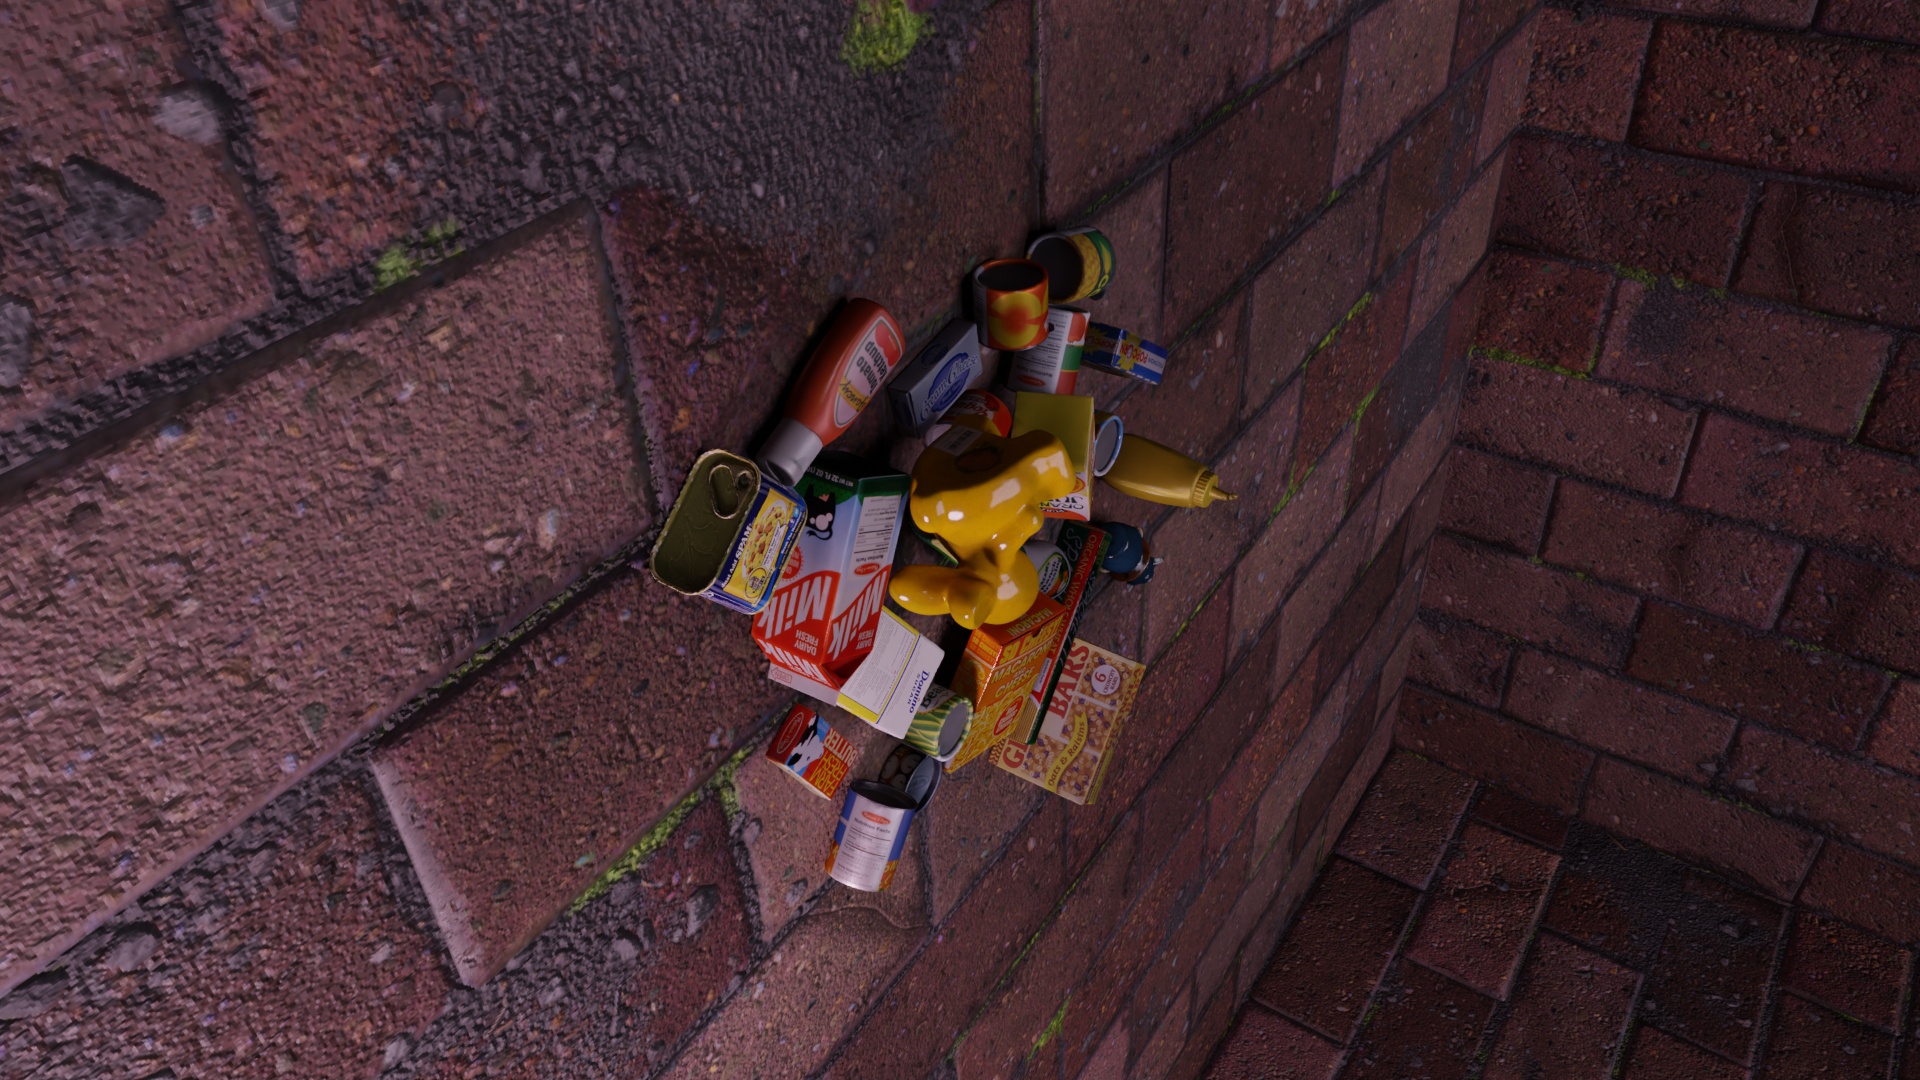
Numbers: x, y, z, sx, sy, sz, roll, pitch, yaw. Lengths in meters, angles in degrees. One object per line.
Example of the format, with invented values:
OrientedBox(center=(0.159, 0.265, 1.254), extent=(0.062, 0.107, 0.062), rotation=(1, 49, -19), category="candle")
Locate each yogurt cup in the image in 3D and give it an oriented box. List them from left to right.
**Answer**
OrientedBox(center=(0.010, -0.096, 1.219), extent=(0.054, 0.072, 0.072), rotation=(-60, 152, -34), category="yogurt cup")

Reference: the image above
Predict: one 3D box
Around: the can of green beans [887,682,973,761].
OrientedBox(center=(-0.029, 0.171, 1.331), extent=(0.071, 0.058, 0.071), rotation=(-39, 140, -44), category="can of green beans")

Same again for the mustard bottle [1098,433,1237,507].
OrientedBox(center=(0.229, -0.068, 1.522), extent=(0.065, 0.160, 0.048), rotation=(-64, 153, -7), category="mustard bottle")

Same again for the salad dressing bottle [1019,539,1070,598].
OrientedBox(center=(0.065, 0.025, 1.417), extent=(0.064, 0.044, 0.147), rotation=(-64, 152, 2), category="salad dressing bottle")

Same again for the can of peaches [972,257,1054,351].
OrientedBox(center=(0.046, -0.205, 1.202), extent=(0.071, 0.071, 0.057), rotation=(-43, 142, -40), category="can of peaches")

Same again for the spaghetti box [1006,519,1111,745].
OrientedBox(center=(0.099, 0.099, 1.519), extent=(0.028, 0.050, 0.250), rotation=(22, 88, -64), category="spaghetti box")

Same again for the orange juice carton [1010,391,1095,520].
OrientedBox(center=(0.090, -0.071, 1.320), extent=(0.192, 0.072, 0.073), rotation=(70, 26, -72), category="orange juice carton")

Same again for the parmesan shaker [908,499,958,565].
OrientedBox(center=(0.004, -0.016, 1.255), extent=(0.071, 0.071, 0.103), rotation=(-65, 151, -8), category="parmesan shaker")

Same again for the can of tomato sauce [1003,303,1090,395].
OrientedBox(center=(0.080, -0.177, 1.287), extent=(0.071, 0.071, 0.082), rotation=(-15, 120, -57), category="can of tomato sauce")

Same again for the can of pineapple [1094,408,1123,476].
OrientedBox(center=(0.127, -0.106, 1.424), extent=(0.071, 0.058, 0.070), rotation=(-39, 140, -44), category="can of pineapple")

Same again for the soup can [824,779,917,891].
OrientedBox(center=(-0.083, 0.274, 1.296), extent=(0.071, 0.071, 0.083), rotation=(8, 102, -62), category="soup can")

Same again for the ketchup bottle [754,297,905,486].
OrientedBox(center=(-0.099, -0.108, 1.038), extent=(0.149, 0.043, 0.064), rotation=(-57, 149, -21), category="ketchup bottle")

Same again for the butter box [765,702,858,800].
OrientedBox(center=(-0.127, 0.184, 1.201), extent=(0.053, 0.024, 0.103), rotation=(-60, 150, -16), category="butter box")

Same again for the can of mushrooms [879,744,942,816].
OrientedBox(center=(-0.049, 0.232, 1.363), extent=(0.071, 0.033, 0.070), rotation=(-39, 139, -43), category="can of mushrooms")

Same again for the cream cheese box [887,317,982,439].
OrientedBox(center=(-0.019, -0.138, 1.179), extent=(0.104, 0.024, 0.053), rotation=(-50, 146, -33), category="cream cheese box")

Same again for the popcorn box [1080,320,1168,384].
OrientedBox(center=(0.141, -0.188, 1.365), extent=(0.127, 0.085, 0.038), rotation=(6, 102, -61), category="popcorn box")

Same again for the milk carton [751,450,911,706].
OrientedBox(center=(-0.105, 0.031, 1.087), extent=(0.073, 0.072, 0.190), rotation=(-8, 114, -59), category="milk carton")

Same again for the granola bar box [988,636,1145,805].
OrientedBox(center=(0.117, 0.191, 1.532), extent=(0.039, 0.124, 0.165), rotation=(23, 88, -63), category="granola bar box")

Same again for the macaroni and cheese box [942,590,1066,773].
OrientedBox(center=(0.036, 0.143, 1.406), extent=(0.124, 0.040, 0.165), rotation=(-24, 142, -52), category="macaroni and cheese box")

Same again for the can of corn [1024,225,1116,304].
OrientedBox(center=(0.101, -0.250, 1.270), extent=(0.058, 0.071, 0.071), rotation=(-25, 130, -52), category="can of corn")
